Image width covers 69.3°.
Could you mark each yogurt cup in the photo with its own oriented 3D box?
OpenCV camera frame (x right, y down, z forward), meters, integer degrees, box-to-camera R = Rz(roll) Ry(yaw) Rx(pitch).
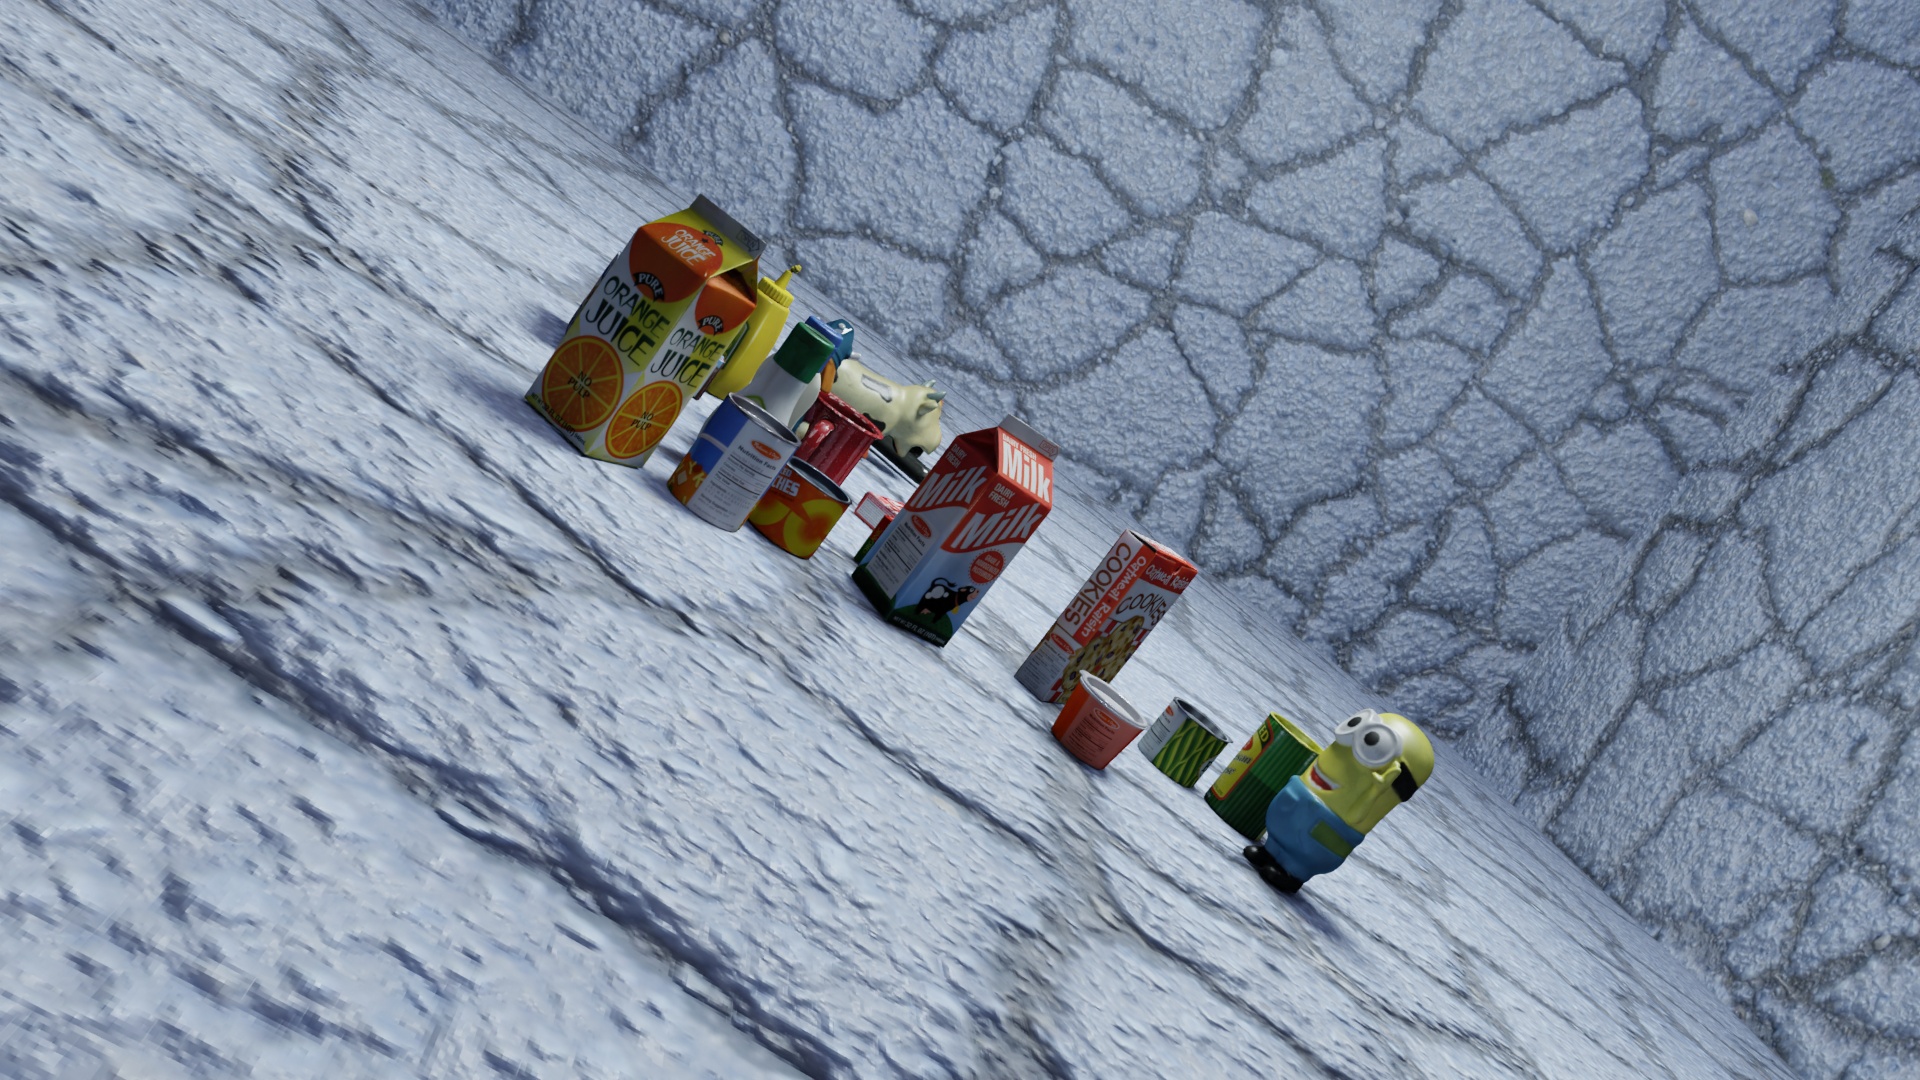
[{"bbox_3d":[0.112,0.151,1.146,0.072,0.054,0.072,36,9,-6],"label":"yogurt cup"}]

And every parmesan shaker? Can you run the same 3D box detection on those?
[{"bbox_3d":[0.283,0.220,1.289,0.071,0.103,0.071,36,9,-6],"label":"parmesan shaker"}]

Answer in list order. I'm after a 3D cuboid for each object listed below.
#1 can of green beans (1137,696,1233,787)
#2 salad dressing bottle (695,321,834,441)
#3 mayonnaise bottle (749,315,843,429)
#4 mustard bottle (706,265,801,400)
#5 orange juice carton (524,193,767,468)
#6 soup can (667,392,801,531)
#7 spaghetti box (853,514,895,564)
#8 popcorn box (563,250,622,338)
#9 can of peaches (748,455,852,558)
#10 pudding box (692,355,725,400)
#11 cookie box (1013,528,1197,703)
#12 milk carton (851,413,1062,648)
[{"bbox_3d":[0.210,0.190,1.305,0.071,0.057,0.071,36,9,-6],"label":"can of green beans"},{"bbox_3d":[-0.160,-0.110,1.133,0.064,0.147,0.044,39,9,10],"label":"salad dressing bottle"},{"bbox_3d":[-0.160,-0.129,1.225,0.064,0.148,0.041,29,12,-44],"label":"mayonnaise bottle"},{"bbox_3d":[-0.218,-0.223,1.439,0.065,0.160,0.049,42,10,29],"label":"mustard bottle"},{"bbox_3d":[-0.216,-0.151,0.990,0.072,0.192,0.073,40,9,20],"label":"orange juice carton"},{"bbox_3d":[-0.171,-0.060,1.045,0.071,0.083,0.071,36,9,-6],"label":"soup can"},{"bbox_3d":[-0.023,0.018,1.317,0.029,0.050,0.250,41,10,22],"label":"spaghetti box"},{"bbox_3d":[-0.312,-0.204,1.230,0.038,0.085,0.127,34,10,-21],"label":"popcorn box"},{"bbox_3d":[-0.132,-0.028,1.114,0.071,0.058,0.071,36,9,-6],"label":"can of peaches"},{"bbox_3d":[-0.278,-0.181,1.356,0.083,0.049,0.030,34,9,-20],"label":"pudding box"},{"bbox_3d":[0.135,0.074,1.259,0.040,0.167,0.123,41,10,26],"label":"cookie box"},{"bbox_3d":[0.004,-0.014,1.137,0.072,0.190,0.074,30,11,-40],"label":"milk carton"}]
